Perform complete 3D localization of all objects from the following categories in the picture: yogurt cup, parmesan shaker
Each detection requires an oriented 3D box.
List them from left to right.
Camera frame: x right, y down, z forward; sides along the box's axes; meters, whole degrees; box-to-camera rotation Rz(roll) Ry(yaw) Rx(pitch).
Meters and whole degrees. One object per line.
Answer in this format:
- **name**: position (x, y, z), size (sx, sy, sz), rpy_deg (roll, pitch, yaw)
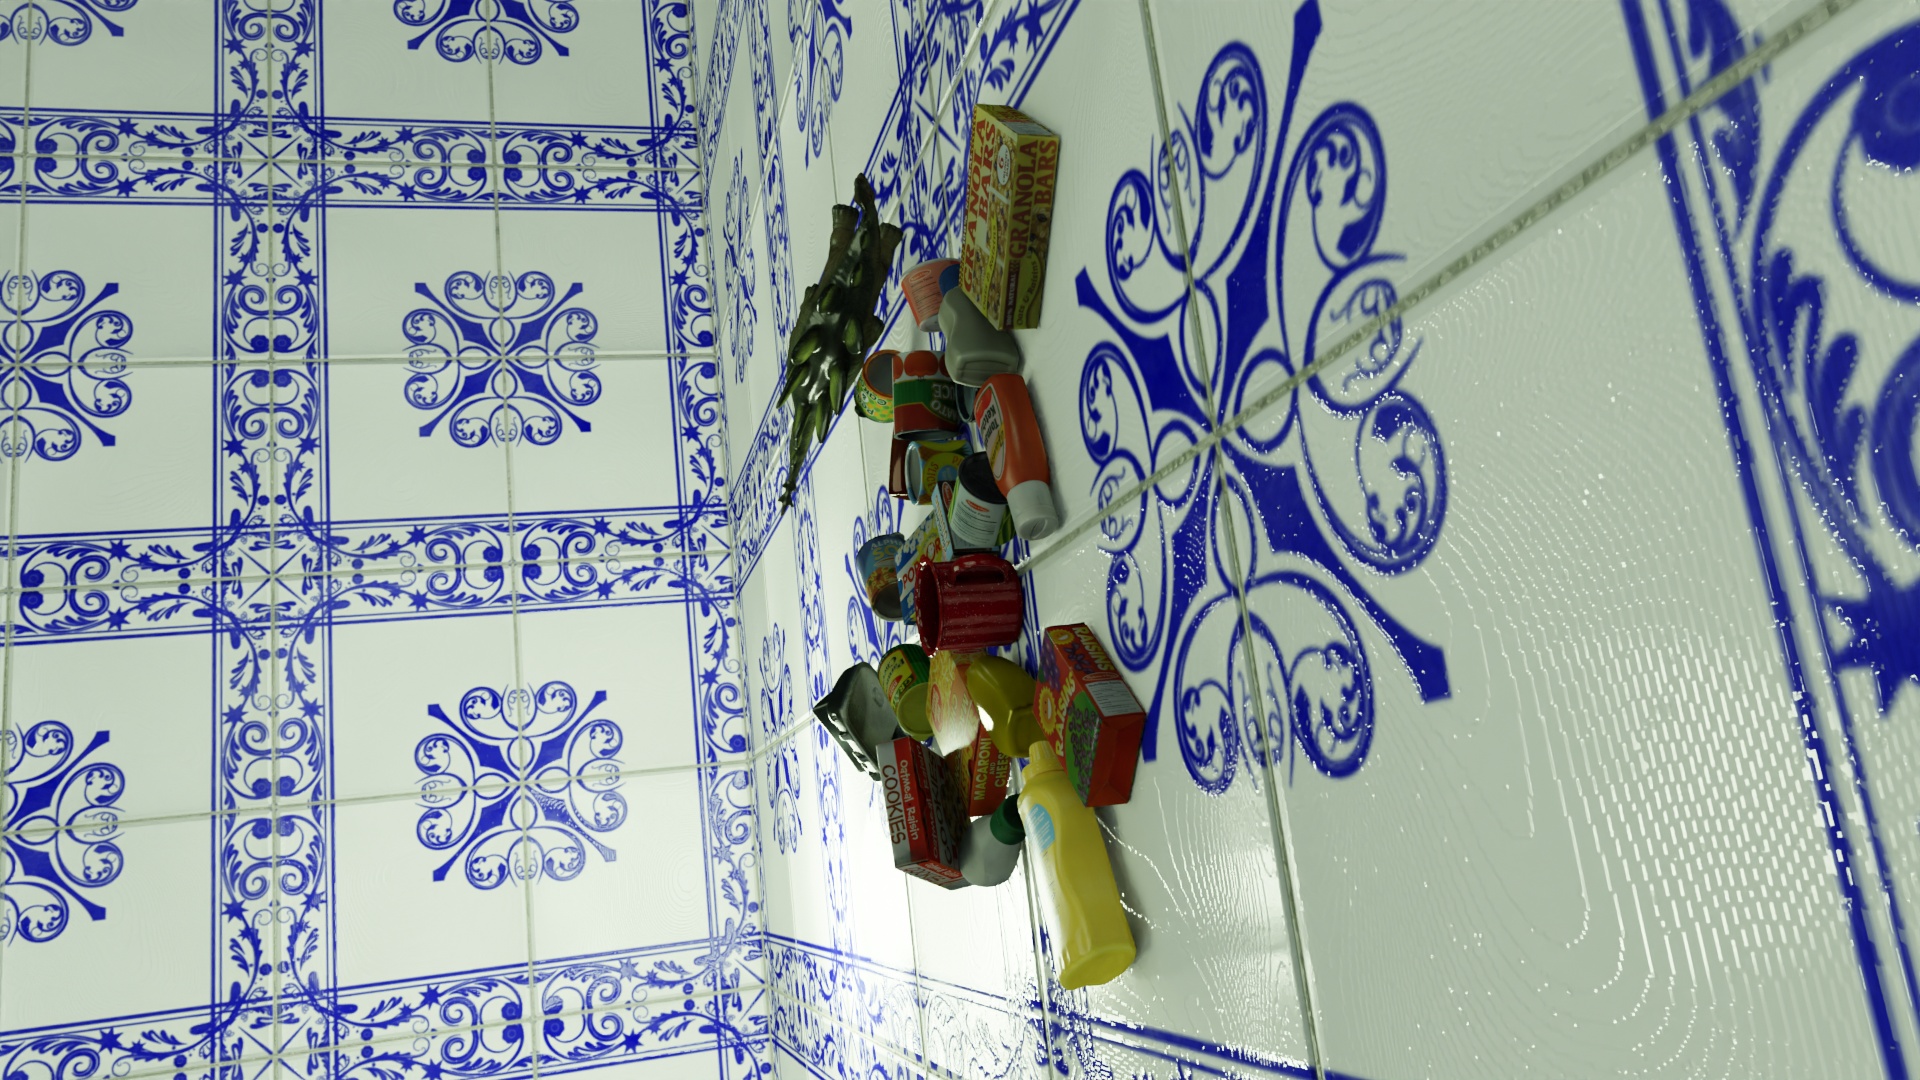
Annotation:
- **parmesan shaker**: position (-0.051, 0.165, 1.527), size (0.103, 0.071, 0.071), rpy_deg (-129, 39, -63)
- **yogurt cup**: position (-0.021, -0.240, 1.367), size (0.072, 0.072, 0.054), rpy_deg (133, 123, -68)

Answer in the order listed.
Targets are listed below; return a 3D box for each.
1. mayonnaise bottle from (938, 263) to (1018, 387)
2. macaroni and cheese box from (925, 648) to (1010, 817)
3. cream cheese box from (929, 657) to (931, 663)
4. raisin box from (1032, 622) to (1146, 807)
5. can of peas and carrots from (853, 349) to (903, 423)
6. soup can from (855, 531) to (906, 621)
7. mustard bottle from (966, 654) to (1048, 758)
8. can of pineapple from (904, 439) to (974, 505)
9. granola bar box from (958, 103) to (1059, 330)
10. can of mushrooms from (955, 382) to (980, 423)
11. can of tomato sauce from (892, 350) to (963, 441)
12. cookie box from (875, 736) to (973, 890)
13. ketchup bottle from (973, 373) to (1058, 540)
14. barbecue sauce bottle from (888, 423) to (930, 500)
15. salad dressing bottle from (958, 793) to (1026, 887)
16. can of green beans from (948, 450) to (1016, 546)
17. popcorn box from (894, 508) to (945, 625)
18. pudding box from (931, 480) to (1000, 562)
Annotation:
- **mayonnaise bottle**: position (0.010, -0.199, 1.274), size (0.149, 0.065, 0.041), rpy_deg (-104, 22, -45)
- **macaroni and cheese box**: position (0.007, 0.173, 1.381), size (0.167, 0.040, 0.123), rpy_deg (-117, 28, -55)
- **cream cheese box**: position (-0.017, 0.088, 1.477), size (0.103, 0.024, 0.053), rpy_deg (104, 156, -45)
- **raisin box**: position (0.097, 0.132, 1.070), size (0.124, 0.040, 0.085), rpy_deg (-121, 31, -56)
- **can of peas and carrots**: position (-0.087, -0.175, 1.586), size (0.058, 0.071, 0.071), rpy_deg (120, 143, -61)
- **soup can**: position (-0.079, 0.042, 1.611), size (0.084, 0.071, 0.071), rpy_deg (-114, 26, -49)
- **mustard bottle**: position (0.038, 0.138, 1.254), size (0.160, 0.049, 0.065), rpy_deg (-130, 40, -65)
- **can of pineapple**: position (-0.020, -0.068, 1.399), size (0.071, 0.058, 0.071), rpy_deg (178, 89, -73)
- **granola bar box**: position (0.039, -0.279, 1.193), size (0.124, 0.039, 0.164), rpy_deg (-121, 32, -57)
- **can of mushrooms**: position (0.020, -0.143, 1.294), size (0.071, 0.033, 0.071), rpy_deg (179, 89, -74)
- **can of tomato sauce**: position (-0.035, -0.148, 1.421), size (0.071, 0.071, 0.083), rpy_deg (159, 110, -73)
- **cookie box**: position (-0.029, 0.274, 1.382), size (0.167, 0.040, 0.123), rpy_deg (48, -153, -62)
- **ketchup bottle**: position (0.049, -0.070, 1.188), size (0.064, 0.043, 0.149), rpy_deg (115, 148, -49)
- **barbecue sauce bottle**: position (-0.045, -0.117, 1.480), size (0.043, 0.065, 0.148), rpy_deg (-2, 83, 36)
- **salad dressing bottle**: position (0.036, 0.279, 1.298), size (0.147, 0.044, 0.064), rpy_deg (115, 144, -56)
- **can of green beans**: position (0.026, -0.037, 1.234), size (0.057, 0.071, 0.071), rpy_deg (104, 157, -46)
- **popcorn box**: position (-0.021, 0.023, 1.403), size (0.126, 0.038, 0.085), rpy_deg (-47, 44, 49)
- **pudding box**: position (0.005, -0.017, 1.339), size (0.030, 0.050, 0.084), rpy_deg (116, 146, -56)
